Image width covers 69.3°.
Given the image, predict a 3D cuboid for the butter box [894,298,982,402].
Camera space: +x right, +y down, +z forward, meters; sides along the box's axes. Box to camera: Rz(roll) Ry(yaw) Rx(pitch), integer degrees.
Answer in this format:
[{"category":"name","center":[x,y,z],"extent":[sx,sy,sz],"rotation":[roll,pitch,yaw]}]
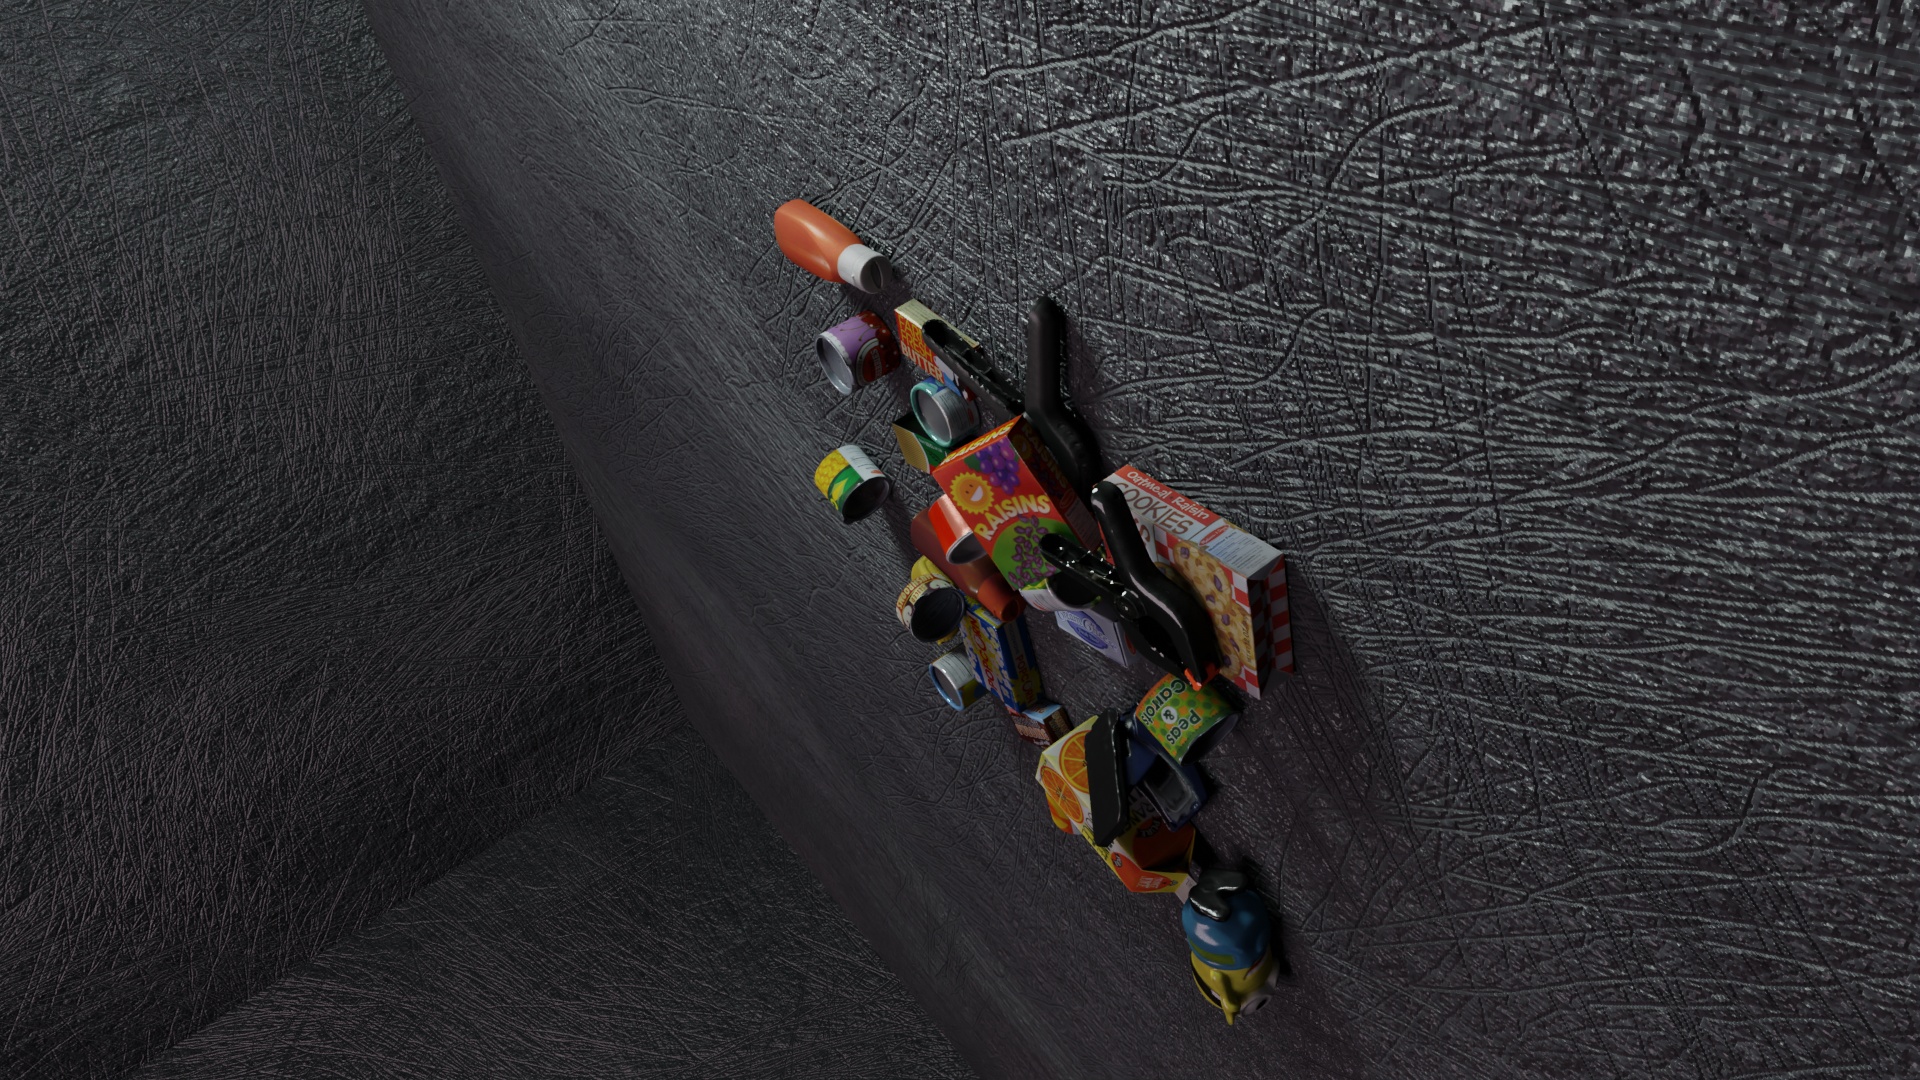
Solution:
[{"category":"butter box","center":[-0.018,-0.169,1.230],"extent":[0.104,0.024,0.052],"rotation":[40,153,39]}]

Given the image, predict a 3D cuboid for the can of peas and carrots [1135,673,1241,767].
[{"category":"can of peas and carrots","center":[0.186,0.144,1.145],"extent":[0.059,0.071,0.070],"rotation":[48,157,25]}]

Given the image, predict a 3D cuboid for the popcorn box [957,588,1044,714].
[{"category":"popcorn box","center":[0.039,0.113,1.484],"extent":[0.085,0.038,0.126],"rotation":[33,148,47]}]

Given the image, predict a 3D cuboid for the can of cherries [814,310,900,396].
[{"category":"can of cherries","center":[-0.099,-0.181,1.351],"extent":[0.071,0.058,0.071],"rotation":[47,156,29]}]

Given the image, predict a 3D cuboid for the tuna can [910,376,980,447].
[{"category":"tuna can","center":[-0.016,-0.121,1.282],"extent":[0.071,0.033,0.070],"rotation":[46,156,28]}]

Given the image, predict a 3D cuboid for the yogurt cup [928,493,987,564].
[{"category":"yogurt cup","center":[0.005,-0.017,1.343],"extent":[0.054,0.072,0.072],"rotation":[58,161,22]}]

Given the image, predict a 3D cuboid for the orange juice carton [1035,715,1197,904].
[{"category":"orange juice carton","center":[0.165,0.276,1.380],"extent":[0.193,0.073,0.071],"rotation":[49,157,23]}]

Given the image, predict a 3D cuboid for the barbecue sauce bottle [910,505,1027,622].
[{"category":"barbecue sauce bottle","center":[0.009,0.027,1.424],"extent":[0.149,0.044,0.064],"rotation":[42,158,35]}]

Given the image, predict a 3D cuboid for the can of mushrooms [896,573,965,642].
[{"category":"can of mushrooms","center":[-0.032,0.068,1.439],"extent":[0.033,0.071,0.070],"rotation":[44,156,45]}]

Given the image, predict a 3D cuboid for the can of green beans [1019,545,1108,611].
[{"category":"can of green beans","center":[0.090,0.029,1.207],"extent":[0.071,0.071,0.057],"rotation":[61,158,-8]}]

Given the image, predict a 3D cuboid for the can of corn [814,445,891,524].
[{"category":"can of corn","center":[-0.123,-0.063,1.558],"extent":[0.058,0.071,0.070],"rotation":[48,157,28]}]

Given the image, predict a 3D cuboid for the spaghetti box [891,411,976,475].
[{"category":"spaghetti box","center":[0.014,-0.068,1.297],"extent":[0.250,0.029,0.050],"rotation":[29,146,53]}]

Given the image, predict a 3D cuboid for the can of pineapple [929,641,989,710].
[{"category":"can of pineapple","center":[0.006,0.154,1.592],"extent":[0.071,0.058,0.070],"rotation":[47,157,27]}]

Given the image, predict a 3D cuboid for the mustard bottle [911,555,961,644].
[{"category":"mustard bottle","center":[-0.022,0.072,1.550],"extent":[0.065,0.049,0.159],"rotation":[48,158,25]}]

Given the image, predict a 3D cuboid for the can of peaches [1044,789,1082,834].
[{"category":"can of peaches","center":[0.124,0.267,1.474],"extent":[0.071,0.071,0.057],"rotation":[36,151,46]}]

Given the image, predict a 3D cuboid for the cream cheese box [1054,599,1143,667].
[{"category":"cream cheese box","center":[0.121,0.071,1.256],"extent":[0.104,0.024,0.053],"rotation":[31,146,51]}]

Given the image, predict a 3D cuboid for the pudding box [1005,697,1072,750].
[{"category":"pudding box","center":[0.087,0.197,1.505],"extent":[0.084,0.030,0.049],"rotation":[14,132,62]}]

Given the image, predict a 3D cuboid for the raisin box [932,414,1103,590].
[{"category":"raisin box","center":[0.048,-0.029,1.126],"extent":[0.086,0.040,0.123],"rotation":[-25,107,38]}]

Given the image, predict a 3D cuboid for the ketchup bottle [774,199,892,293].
[{"category":"ketchup bottle","center":[-0.118,-0.268,1.291],"extent":[0.149,0.044,0.064],"rotation":[37,152,44]}]

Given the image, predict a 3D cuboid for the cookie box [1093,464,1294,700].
[{"category":"cookie box","center":[0.174,0.029,1.051],"extent":[0.168,0.040,0.122],"rotation":[36,151,45]}]
